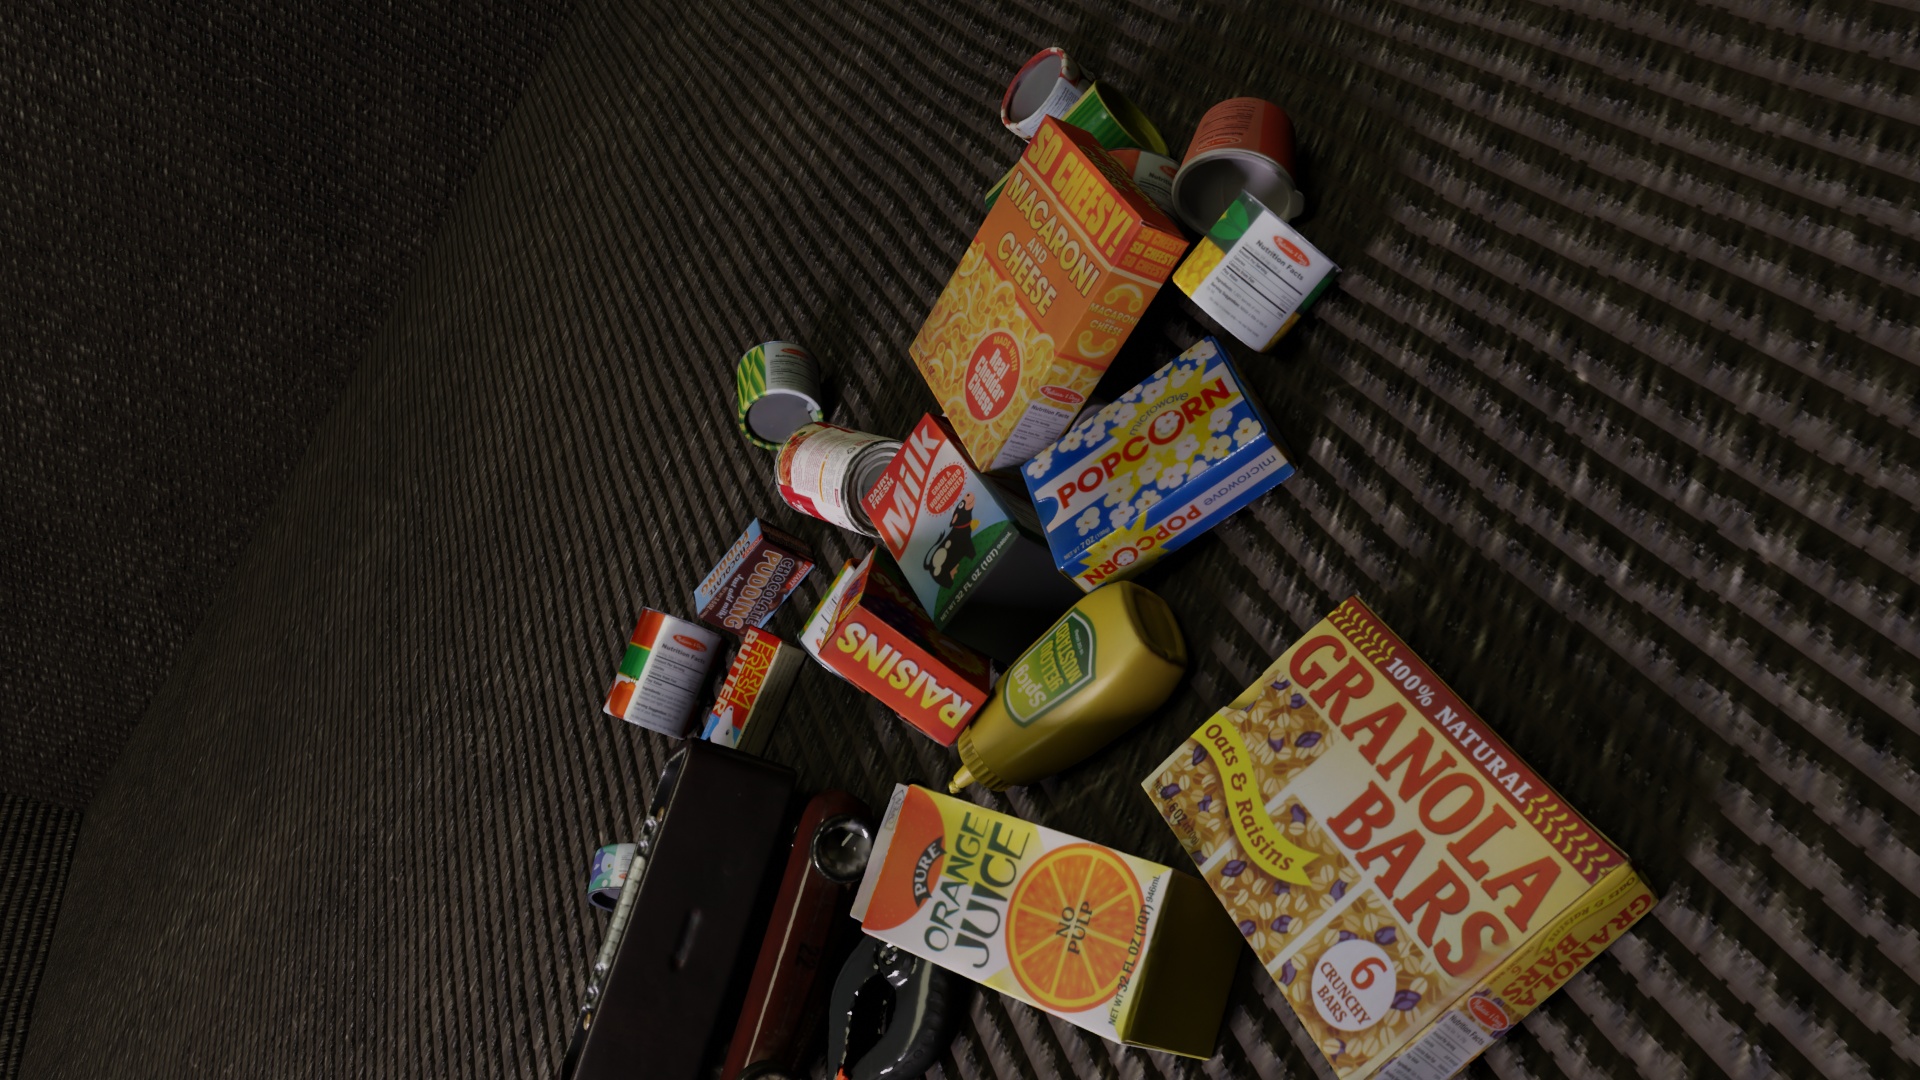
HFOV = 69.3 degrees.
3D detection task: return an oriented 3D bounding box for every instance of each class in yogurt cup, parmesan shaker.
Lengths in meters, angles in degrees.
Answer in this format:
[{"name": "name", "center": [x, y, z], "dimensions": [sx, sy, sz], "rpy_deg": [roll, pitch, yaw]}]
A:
[{"name": "yogurt cup", "center": [0.154, -0.206, 0.766], "dimensions": [0.072, 0.072, 0.054], "rpy_deg": [-20, 44, 45]}, {"name": "parmesan shaker", "center": [0.075, -0.232, 0.889], "dimensions": [0.102, 0.071, 0.071], "rpy_deg": [-41, 39, 29]}]

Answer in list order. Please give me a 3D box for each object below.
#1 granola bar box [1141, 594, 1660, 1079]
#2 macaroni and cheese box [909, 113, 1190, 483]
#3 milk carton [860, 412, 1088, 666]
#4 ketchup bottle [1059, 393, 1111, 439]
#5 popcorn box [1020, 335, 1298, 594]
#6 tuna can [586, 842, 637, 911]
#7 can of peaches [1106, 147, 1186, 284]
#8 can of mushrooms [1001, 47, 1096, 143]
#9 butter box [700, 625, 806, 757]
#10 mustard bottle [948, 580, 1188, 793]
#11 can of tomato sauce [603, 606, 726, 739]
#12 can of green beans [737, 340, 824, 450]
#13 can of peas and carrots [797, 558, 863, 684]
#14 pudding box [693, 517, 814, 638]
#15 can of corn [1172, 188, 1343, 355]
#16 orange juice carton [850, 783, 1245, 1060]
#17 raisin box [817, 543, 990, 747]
[{"name": "granola bar box", "center": [0.159, 0.113, 0.538], "dimensions": [0.124, 0.039, 0.166], "rpy_deg": [-43, 37, 7]}, {"name": "macaroni and cheese box", "center": [0.044, -0.135, 0.781], "dimensions": [0.165, 0.040, 0.124], "rpy_deg": [-57, 41, 27]}, {"name": "milk carton", "center": [0.003, -0.010, 0.817], "dimensions": [0.072, 0.073, 0.191], "rpy_deg": [-52, 35, 13]}, {"name": "ketchup bottle", "center": [0.046, -0.086, 0.842], "dimensions": [0.064, 0.043, 0.149], "rpy_deg": [-61, 34, 6]}, {"name": "popcorn box", "center": [0.100, -0.038, 0.720], "dimensions": [0.126, 0.038, 0.085], "rpy_deg": [-35, 42, 16]}, {"name": "tuna can", "center": [-0.219, 0.233, 0.948], "dimensions": [0.071, 0.071, 0.033], "rpy_deg": [-27, 47, 41]}, {"name": "can of peaches", "center": [0.100, -0.189, 0.823], "dimensions": [0.071, 0.071, 0.058], "rpy_deg": [-4, 65, 52]}, {"name": "can of mushrooms", "center": [0.062, -0.315, 0.990], "dimensions": [0.070, 0.033, 0.071], "rpy_deg": [-32, 45, 38]}, {"name": "butter box", "center": [-0.148, 0.115, 0.972], "dimensions": [0.053, 0.024, 0.103], "rpy_deg": [14, 78, 55]}, {"name": "mustard bottle", "center": [0.045, 0.088, 0.715], "dimensions": [0.159, 0.049, 0.065], "rpy_deg": [-43, 36, 25]}, {"name": "can of tomato sauce", "center": [-0.223, 0.100, 1.045], "dimensions": [0.071, 0.071, 0.083], "rpy_deg": [5, 72, 54]}, {"name": "can of green beans", "center": [-0.140, -0.112, 1.084], "dimensions": [0.071, 0.071, 0.058], "rpy_deg": [-40, 40, 30]}, {"name": "can of peas and carrots", "center": [-0.057, 0.052, 0.863], "dimensions": [0.058, 0.071, 0.071], "rpy_deg": [-56, 34, 9]}, {"name": "pudding box", "center": [-0.151, 0.029, 1.014], "dimensions": [0.083, 0.049, 0.030], "rpy_deg": [-47, 35, 20]}, {"name": "can of corn", "center": [0.153, -0.138, 0.719], "dimensions": [0.058, 0.071, 0.071], "rpy_deg": [-51, 36, 17]}, {"name": "orange juice carton", "center": [0.026, 0.165, 0.633], "dimensions": [0.192, 0.073, 0.072], "rpy_deg": [9, 74, 42]}, {"name": "raisin box", "center": [-0.028, 0.054, 0.761], "dimensions": [0.040, 0.086, 0.124], "rpy_deg": [-52, 8, 12]}]
